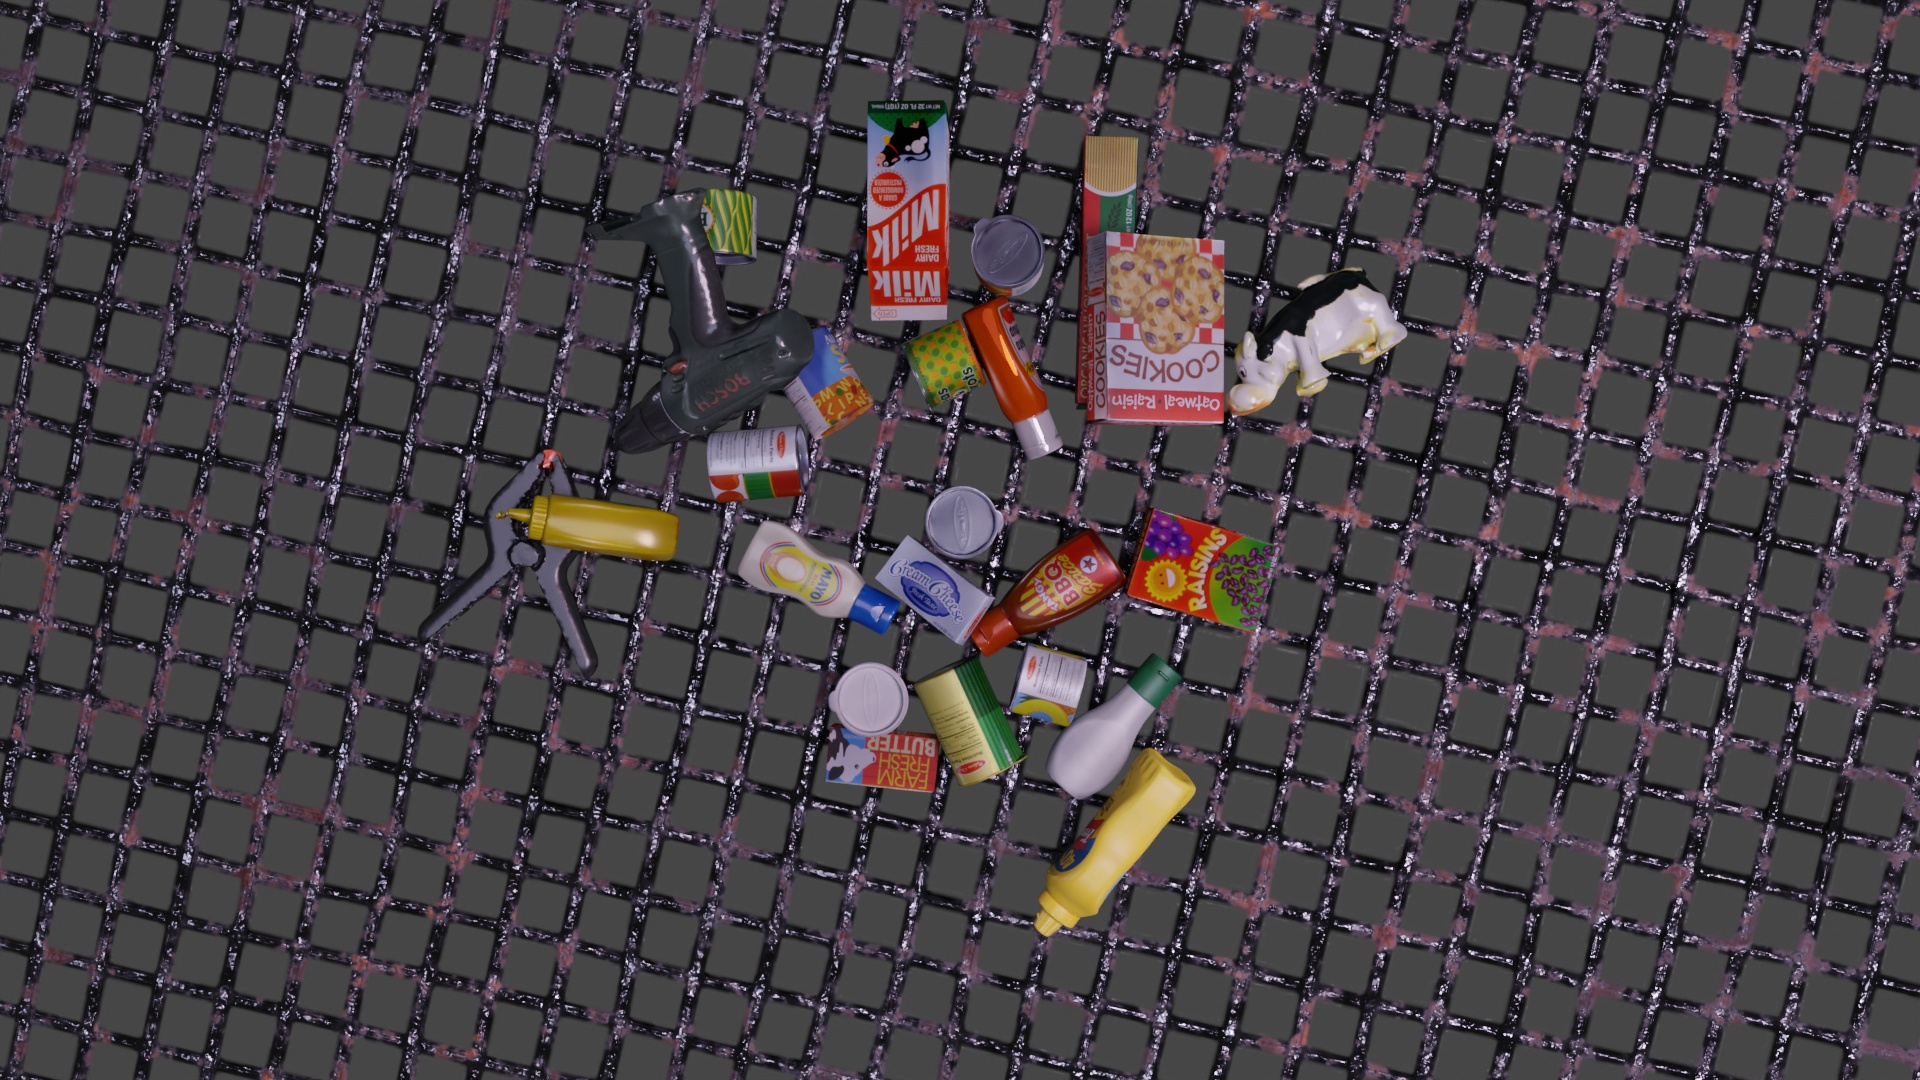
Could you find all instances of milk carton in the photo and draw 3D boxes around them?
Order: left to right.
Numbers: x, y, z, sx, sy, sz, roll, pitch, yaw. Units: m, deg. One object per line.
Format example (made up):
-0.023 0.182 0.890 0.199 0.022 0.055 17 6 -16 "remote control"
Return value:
-0.047 -0.295 1.261 0.072 0.073 0.190 0 91 2 "milk carton"

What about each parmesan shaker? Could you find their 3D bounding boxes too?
0.010 0.163 1.270 0.071 0.071 0.103 -24 90 2 "parmesan shaker"

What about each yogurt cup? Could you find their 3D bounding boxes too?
-0.080 0.143 1.279 0.072 0.054 0.072 0 91 2 "yogurt cup"

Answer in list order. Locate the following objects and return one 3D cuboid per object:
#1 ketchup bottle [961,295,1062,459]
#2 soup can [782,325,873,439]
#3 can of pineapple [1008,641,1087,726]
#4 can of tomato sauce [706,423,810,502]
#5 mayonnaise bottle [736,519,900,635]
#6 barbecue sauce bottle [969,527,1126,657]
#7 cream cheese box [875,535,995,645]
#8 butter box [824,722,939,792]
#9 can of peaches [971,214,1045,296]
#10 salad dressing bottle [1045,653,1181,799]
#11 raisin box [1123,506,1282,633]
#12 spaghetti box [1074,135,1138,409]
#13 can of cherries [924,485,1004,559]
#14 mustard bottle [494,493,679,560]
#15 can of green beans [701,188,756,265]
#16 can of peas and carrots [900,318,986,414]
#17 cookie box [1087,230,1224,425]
0.049 -0.148 1.268 0.043 0.065 0.148 -21 99 16 "ketchup bottle"
-0.126 -0.145 1.271 0.071 0.071 0.084 -33 91 2 "soup can"
0.079 0.132 1.270 0.058 0.071 0.071 15 92 1 "can of pineapple"
-0.184 -0.069 1.274 0.083 0.071 0.071 -5 91 2 "can of tomato sauce"
-0.128 0.038 1.285 0.148 0.041 0.064 27 90 2 "mayonnaise bottle"
0.076 0.053 1.278 0.148 0.043 0.065 -34 81 3 "barbecue sauce bottle"
-0.024 0.045 1.273 0.104 0.024 0.053 37 92 24 "cream cheese box"
-0.072 0.203 1.295 0.103 0.024 0.053 6 92 2 "butter box"
0.042 -0.260 1.266 0.071 0.058 0.071 0 92 3 "can of peaches"
0.142 0.170 1.279 0.064 0.044 0.147 42 91 -1 "salad dressing bottle"
0.221 0.027 1.275 0.123 0.040 0.086 17 92 0 "raisin box"
0.134 -0.245 1.278 0.050 0.029 0.250 2 91 1 "spaghetti box"
0.005 -0.016 1.272 0.071 0.058 0.071 0 90 2 "can of cherries"
-0.338 -0.014 1.260 0.160 0.065 0.049 10 81 -20 "mustard bottle"
-0.219 -0.286 1.270 0.071 0.071 0.058 1 91 2 "can of green beans"
-0.014 -0.159 1.265 0.059 0.071 0.071 -24 90 2 "can of peas and carrots"
0.176 -0.188 1.251 0.123 0.040 0.167 -1 91 -23 "cookie box"
